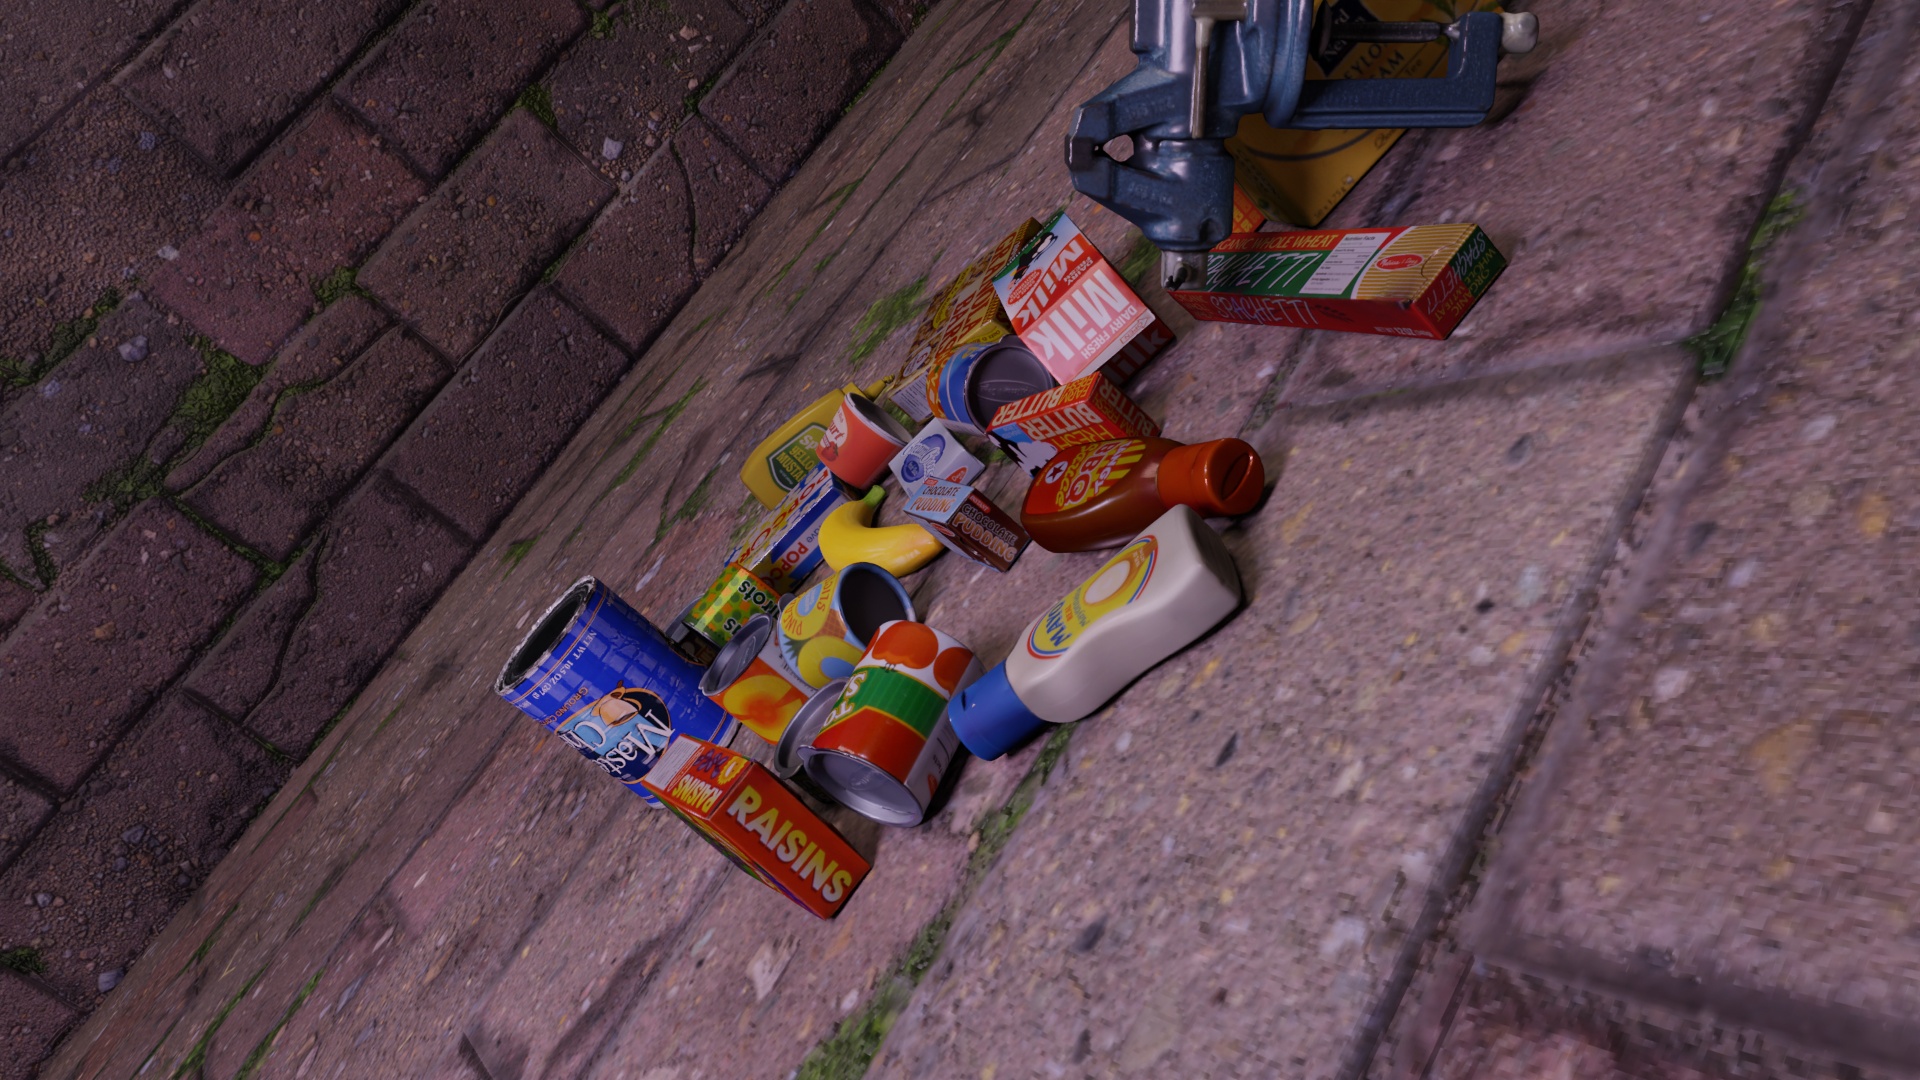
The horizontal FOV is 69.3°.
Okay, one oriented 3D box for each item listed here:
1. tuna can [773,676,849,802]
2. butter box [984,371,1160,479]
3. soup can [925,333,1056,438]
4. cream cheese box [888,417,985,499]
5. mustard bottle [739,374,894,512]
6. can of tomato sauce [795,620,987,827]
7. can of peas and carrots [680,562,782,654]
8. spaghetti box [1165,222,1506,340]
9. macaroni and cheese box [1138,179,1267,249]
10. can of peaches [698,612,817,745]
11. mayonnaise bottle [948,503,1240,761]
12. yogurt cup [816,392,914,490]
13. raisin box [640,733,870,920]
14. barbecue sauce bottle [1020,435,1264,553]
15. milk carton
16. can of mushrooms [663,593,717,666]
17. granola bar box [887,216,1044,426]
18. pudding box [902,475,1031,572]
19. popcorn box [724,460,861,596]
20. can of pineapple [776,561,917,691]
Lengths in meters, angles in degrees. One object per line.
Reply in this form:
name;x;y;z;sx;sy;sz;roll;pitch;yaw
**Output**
tuna can;-0.073;0.115;0.791;0.071;0.033;0.071;-40;22;20
butter box;0.064;-0.064;0.814;0.103;0.053;0.024;-13;41;56
soup can;0.020;-0.106;0.952;0.071;0.071;0.084;-50;20;-7
cream cheese box;-0.018;-0.053;0.995;0.053;0.024;0.104;-45;21;4
mustard bottle;-0.118;-0.091;1.208;0.160;0.065;0.049;-43;16;1
can of tomato sauce;-0.033;0.091;0.704;0.071;0.071;0.083;-21;33;51
can of peas and carrots;-0.160;0.058;1.017;0.059;0.071;0.071;-52;21;-14
spaghetti box;0.187;-0.140;0.742;0.050;0.028;0.250;-49;21;-4
macaroni and cheese box;0.200;-0.269;0.932;0.166;0.040;0.124;-49;20;-3
can of peaches;-0.125;0.091;0.900;0.071;0.058;0.071;-40;22;21
mayonnaise bottle;0.059;0.048;0.640;0.147;0.041;0.065;-39;24;20
yogurt cup;-0.077;-0.076;1.101;0.054;0.072;0.072;-52;19;14
raisin box;-0.110;0.147;0.730;0.040;0.086;0.123;-50;20;-19
barbecue sauce bottle;0.092;-0.026;0.706;0.065;0.043;0.148;-55;22;-21
milk carton;0.079;-0.147;0.904;0.072;0.073;0.191;-42;22;13
can of mushrooms;-0.217;0.079;1.137;0.071;0.033;0.071;-40;21;19
granola bar box;0.014;-0.181;1.141;0.123;0.039;0.166;-32;25;36
pudding box;0.003;-0.011;0.843;0.030;0.049;0.084;-52;20;-7
popcorn box;-0.134;-0.002;1.111;0.126;0.038;0.085;-45;21;8
can of pineapple;-0.070;0.052;0.845;0.057;0.071;0.071;-31;26;37
